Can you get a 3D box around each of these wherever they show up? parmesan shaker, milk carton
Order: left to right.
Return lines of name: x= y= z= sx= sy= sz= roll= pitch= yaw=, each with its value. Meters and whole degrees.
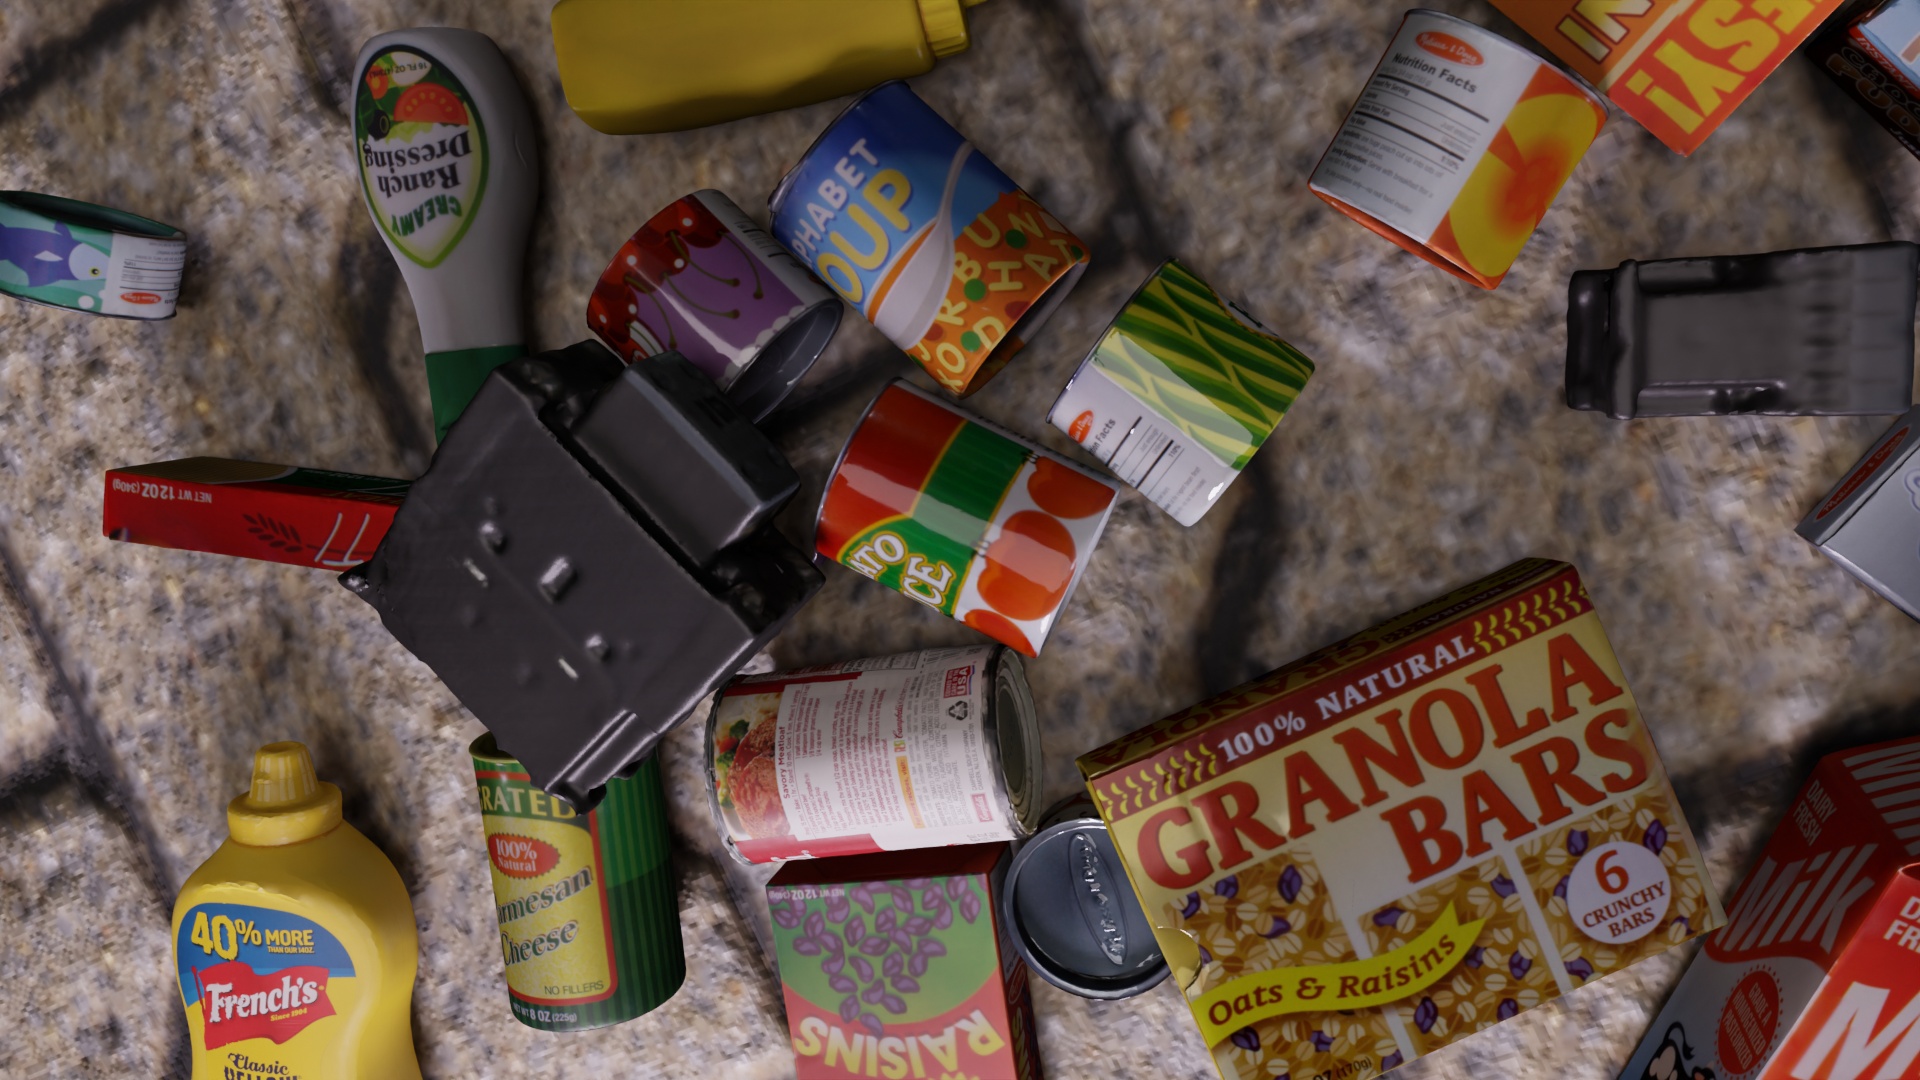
parmesan shaker: x=-0.138 y=0.120 z=0.515 sx=0.071 sy=0.071 sz=0.103 roll=-4 pitch=98 yaw=14
milk carton: x=0.272 y=0.136 z=0.410 sx=0.073 sy=0.072 sz=0.189 roll=22 pitch=111 yaw=9

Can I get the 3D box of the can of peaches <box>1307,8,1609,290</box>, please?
can of peaches: x=0.148 y=-0.115 z=0.415 sx=0.071 sy=0.071 sz=0.058 roll=31 pitch=104 yaw=7

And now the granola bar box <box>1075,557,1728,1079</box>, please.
granola bar box: x=0.138 y=0.094 z=0.443 sx=0.165 sy=0.039 sz=0.124 roll=-24 pitch=92 yaw=1

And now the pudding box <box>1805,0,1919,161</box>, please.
pudding box: x=0.285 y=-0.123 z=0.389 sx=0.084 sy=0.050 sz=0.030 roll=45 pitch=107 yaw=3

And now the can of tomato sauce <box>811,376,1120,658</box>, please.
can of tomato sauce: x=0.002 y=-0.006 z=0.463 sx=0.083 sy=0.071 sz=0.071 roll=26 pitch=104 yaw=7

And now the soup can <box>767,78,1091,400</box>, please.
soup can: x=-0.011 y=-0.095 z=0.451 sx=0.084 sy=0.071 sz=0.071 roll=43 pitch=105 yaw=3

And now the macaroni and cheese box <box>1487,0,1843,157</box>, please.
macaroni and cheese box: x=0.182 y=-0.208 z=0.379 sx=0.166 sy=0.040 sz=0.123 roll=44 pitch=126 yaw=8

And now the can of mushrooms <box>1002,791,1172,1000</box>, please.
can of mushrooms: x=0.053 y=0.123 z=0.489 sx=0.071 sy=0.033 sz=0.071 roll=2 pitch=99 yaw=13

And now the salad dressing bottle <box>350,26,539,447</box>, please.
salad dressing bottle: x=-0.180 y=-0.105 z=0.502 sx=0.064 sy=0.044 sz=0.147 roll=-5 pitch=98 yaw=15

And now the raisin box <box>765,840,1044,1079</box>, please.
raisin box: x=-0.018 y=0.176 z=0.511 sx=0.086 sy=0.040 sz=0.123 roll=-7 pitch=96 yaw=13

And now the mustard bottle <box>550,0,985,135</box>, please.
mustard bottle: x=-0.049 y=-0.170 z=0.455 sx=0.160 sy=0.065 sz=0.048 roll=-10 pitch=98 yaw=7

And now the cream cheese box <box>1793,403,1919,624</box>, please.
cream cheese box: x=0.315 y=0.010 z=0.416 sx=0.104 sy=0.024 sz=0.053 roll=38 pitch=106 yaw=5

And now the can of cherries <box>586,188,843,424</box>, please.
can of cherries: x=-0.085 y=-0.074 z=0.472 sx=0.058 sy=0.071 sz=0.071 roll=43 pitch=105 yaw=3

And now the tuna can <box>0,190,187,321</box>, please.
tuna can: x=-0.334 y=-0.108 z=0.525 sx=0.071 sy=0.071 sz=0.032 roll=19 pitch=102 yaw=10

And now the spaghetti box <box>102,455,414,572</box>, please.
spaghetti box: x=-0.196 y=-0.003 z=0.519 sx=0.250 sy=0.050 sz=0.028 roll=7 pitch=102 yaw=12

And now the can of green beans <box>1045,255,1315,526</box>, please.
can of green beans: x=0.070 y=-0.047 z=0.442 sx=0.058 sy=0.071 sz=0.071 roll=37 pitch=105 yaw=4
